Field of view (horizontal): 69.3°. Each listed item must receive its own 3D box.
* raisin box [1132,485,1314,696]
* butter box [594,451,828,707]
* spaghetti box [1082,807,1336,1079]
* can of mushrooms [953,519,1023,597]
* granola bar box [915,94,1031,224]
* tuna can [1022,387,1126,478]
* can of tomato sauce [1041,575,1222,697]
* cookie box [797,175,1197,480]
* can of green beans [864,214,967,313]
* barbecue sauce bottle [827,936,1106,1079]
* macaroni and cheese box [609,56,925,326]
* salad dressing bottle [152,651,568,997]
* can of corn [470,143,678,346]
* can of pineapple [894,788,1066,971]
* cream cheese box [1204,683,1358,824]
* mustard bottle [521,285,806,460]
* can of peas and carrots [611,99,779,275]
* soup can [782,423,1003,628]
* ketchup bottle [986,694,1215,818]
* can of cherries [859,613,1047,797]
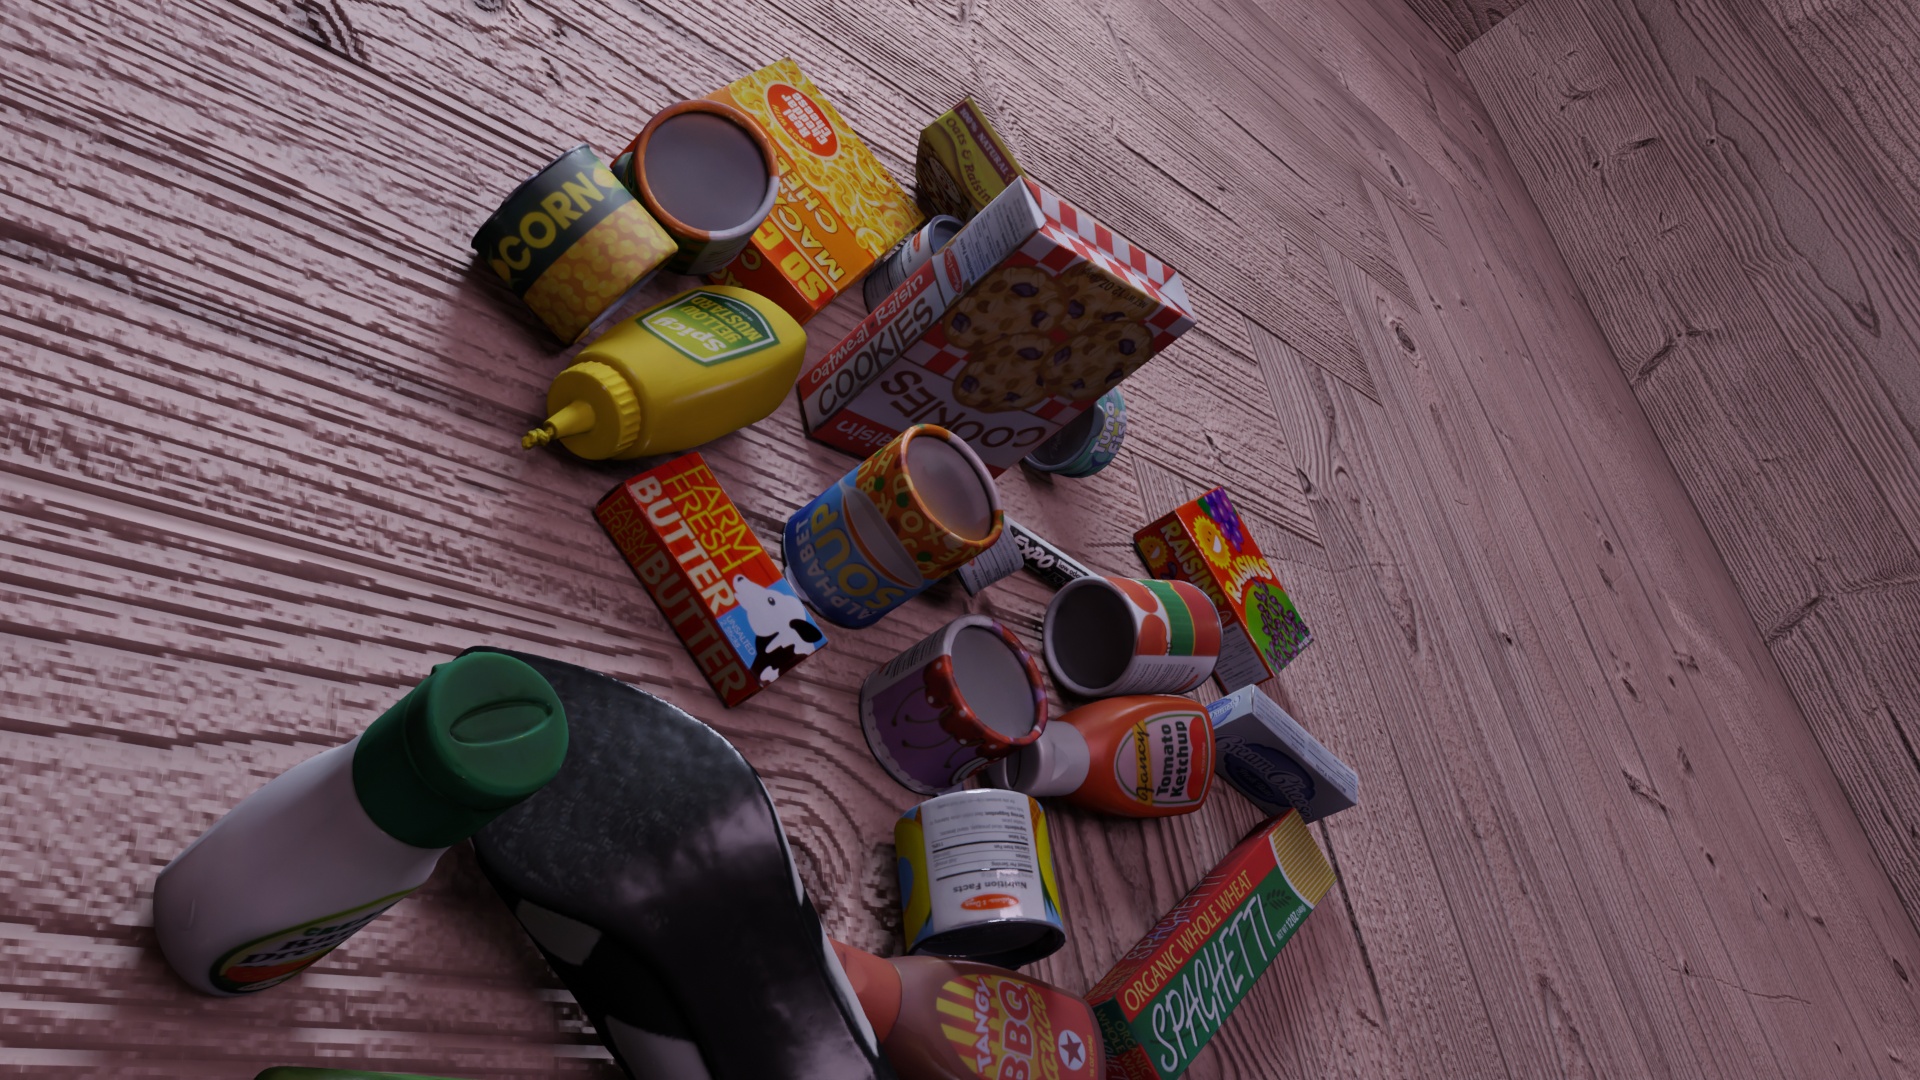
[{"bbox_3d":[0.173,0.032,0.911,0.086,0.040,0.123,-24,82,-56],"label":"raisin box"},{"bbox_3d":[-0.105,0.015,0.589,0.103,0.024,0.053,55,33,-1],"label":"butter box"},{"bbox_3d":[0.135,0.207,0.721,0.251,0.028,0.050,-19,76,-56],"label":"spaghetti box"},{"bbox_3d":[0.003,-0.009,0.710,0.071,0.033,0.071,61,-2,5],"label":"can of mushrooms"},{"bbox_3d":[0.034,-0.183,0.869,0.165,0.039,0.124,54,-2,-2],"label":"granola bar box"},{"bbox_3d":[0.067,-0.071,0.838,0.033,0.071,0.071,10,54,-48],"label":"tuna can"},{"bbox_3d":[0.094,0.052,0.771,0.083,0.071,0.071,5,58,-49],"label":"can of tomato sauce"},{"bbox_3d":[0.017,-0.095,0.708,0.123,0.167,0.040,18,45,-43],"label":"cookie box"},{"bbox_3d":[-0.013,-0.146,0.812,0.071,0.057,0.071,32,40,-31],"label":"can of green beans"},{"bbox_3d":[-0.007,0.192,0.542,0.148,0.043,0.065,31,41,-32],"label":"barbecue sauce bottle"},{"bbox_3d":[-0.098,-0.188,0.758,0.123,0.040,0.167,48,34,-10],"label":"macaroni and cheese box"},{"bbox_3d":[-0.157,0.075,0.360,0.064,0.147,0.044,-10,70,-54],"label":"salad dressing bottle"},{"bbox_3d":[-0.164,-0.126,0.595,0.058,0.071,0.071,48,34,-13],"label":"can of corn"},{"bbox_3d":[0.007,0.145,0.583,0.071,0.070,0.058,24,44,-39],"label":"can of pineapple"},{"bbox_3d":[0.185,0.130,0.828,0.103,0.053,0.024,40,38,-22],"label":"cream cheese box"},{"bbox_3d":[-0.129,-0.068,0.598,0.065,0.048,0.161,32,33,11],"label":"mustard bottle"},{"bbox_3d":[-0.124,-0.164,0.642,0.071,0.058,0.071,3,83,-22],"label":"can of peas and carrots"},{"bbox_3d":[-0.033,-0.005,0.644,0.071,0.083,0.072,32,41,-32],"label":"soup can"},{"bbox_3d":[0.073,0.110,0.708,0.149,0.043,0.065,9,83,-47],"label":"ketchup bottle"},{"bbox_3d":[-0.001,0.077,0.636,0.071,0.058,0.072,32,40,-31],"label":"can of cherries"}]
